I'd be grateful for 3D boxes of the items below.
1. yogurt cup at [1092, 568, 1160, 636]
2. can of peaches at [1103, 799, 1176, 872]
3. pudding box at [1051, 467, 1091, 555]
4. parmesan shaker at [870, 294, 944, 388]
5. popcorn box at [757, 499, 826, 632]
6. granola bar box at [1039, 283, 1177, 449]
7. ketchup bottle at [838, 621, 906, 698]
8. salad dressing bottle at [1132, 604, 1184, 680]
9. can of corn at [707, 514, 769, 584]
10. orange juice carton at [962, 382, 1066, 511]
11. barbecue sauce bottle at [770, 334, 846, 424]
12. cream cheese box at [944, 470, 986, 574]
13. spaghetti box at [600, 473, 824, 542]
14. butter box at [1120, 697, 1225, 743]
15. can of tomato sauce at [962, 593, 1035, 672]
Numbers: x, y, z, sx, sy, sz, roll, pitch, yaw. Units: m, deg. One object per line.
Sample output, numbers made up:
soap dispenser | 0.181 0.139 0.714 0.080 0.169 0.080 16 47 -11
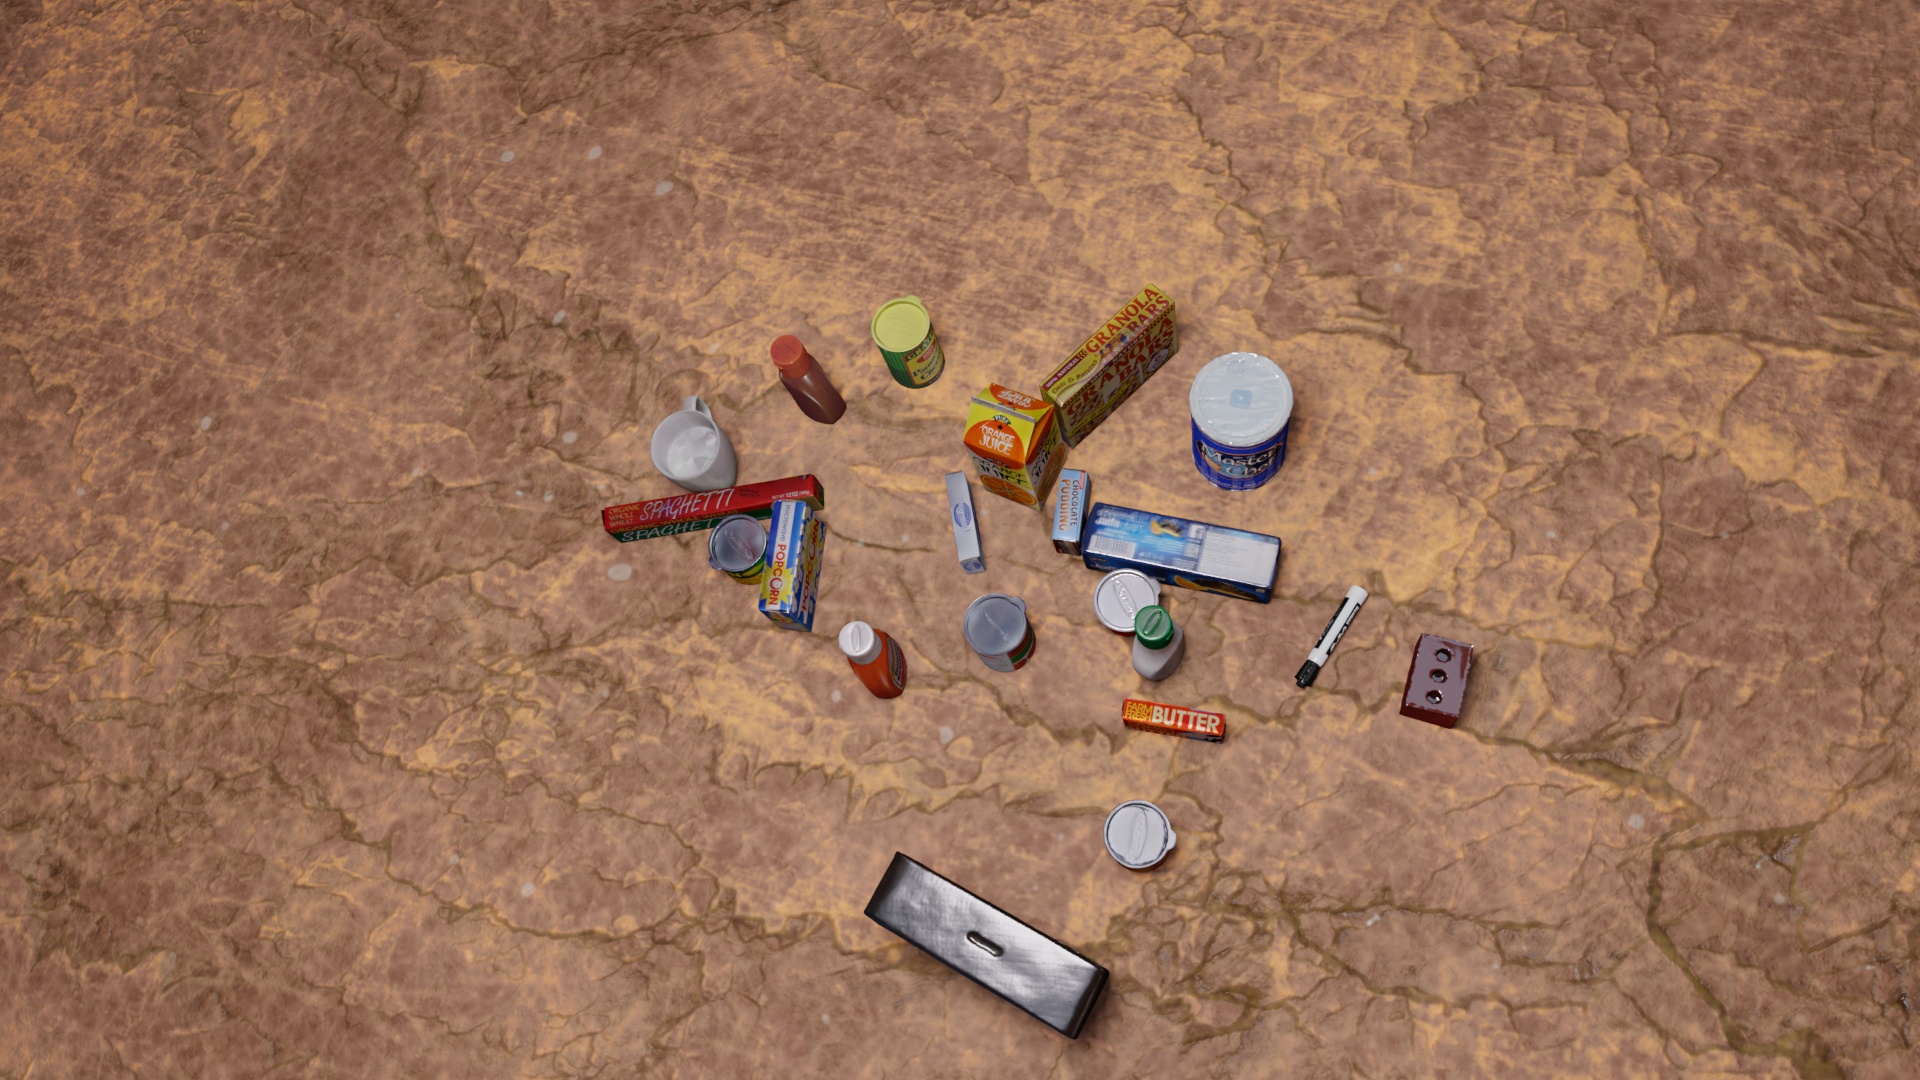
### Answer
yogurt cup | 0.175 0.069 1.457 0.072 0.054 0.072 -3 71 9
can of peaches | 0.179 0.295 1.377 0.071 0.058 0.071 -3 71 9
pudding box | 0.121 -0.031 1.503 0.030 0.049 0.084 6 73 12
parmesan shaker | -0.056 -0.223 1.571 0.071 0.103 0.071 -3 71 9
popcorn box | -0.183 0.028 1.517 0.038 0.085 0.127 3 72 11
granola bar box | 0.163 -0.188 1.509 0.166 0.124 0.039 -43 70 -6
ketchup bottle | -0.091 0.119 1.436 0.043 0.148 0.065 -8 71 8
salad dressing bottle | 0.196 0.100 1.392 0.044 0.147 0.064 32 80 18
can of corn | -0.242 0.013 1.547 0.071 0.058 0.071 -3 71 9
orange juice carton | 0.057 -0.103 1.462 0.072 0.192 0.073 22 77 16
barbecue sauce bottle | -0.174 -0.181 1.553 0.065 0.148 0.044 33 80 18
cream cheese box | 0.005 -0.019 1.517 0.024 0.053 0.104 -12 70 6
spaghetti box | -0.280 -0.036 1.575 0.250 0.050 0.029 -9 71 7
butter box | 0.217 0.183 1.411 0.103 0.053 0.024 8 74 13
can of tomato sauce | 0.043 0.096 1.455 0.071 0.083 0.071 -3 71 9
